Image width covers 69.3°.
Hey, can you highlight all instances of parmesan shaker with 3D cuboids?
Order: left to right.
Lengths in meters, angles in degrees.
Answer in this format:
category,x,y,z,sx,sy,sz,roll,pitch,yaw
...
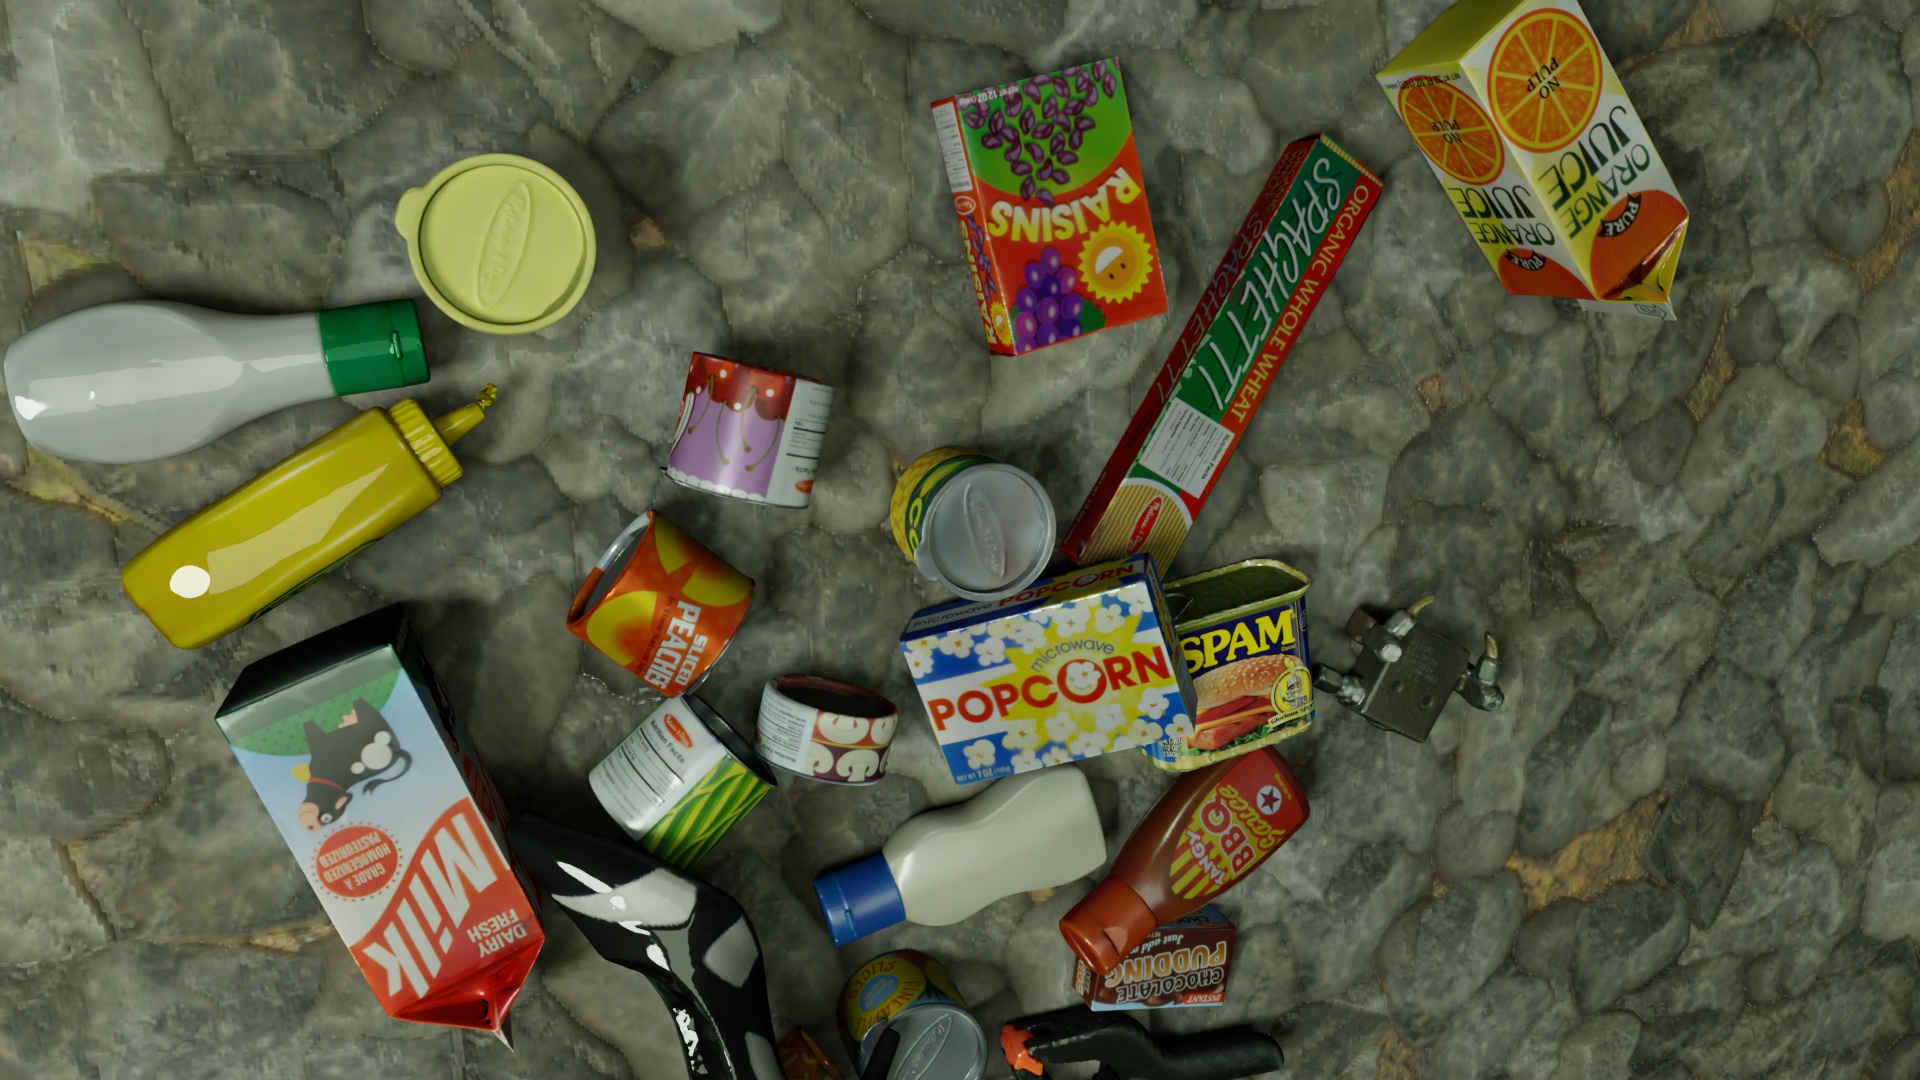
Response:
category,x,y,z,sx,sy,sz,roll,pitch,yaw
parmesan shaker,-0.187,-0.120,0.557,0.071,0.103,0.071,-4,103,-19

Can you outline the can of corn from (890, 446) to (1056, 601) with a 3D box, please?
category,x,y,z,sx,sy,sz,roll,pitch,yaw
can of corn,0.002,-0.008,0.670,0.071,0.058,0.071,-4,103,-18

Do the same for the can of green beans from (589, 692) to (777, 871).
category,x,y,z,sx,sy,sz,roll,pitch,yaw
can of green beans,-0.129,0.111,0.645,0.058,0.071,0.071,-45,111,-5

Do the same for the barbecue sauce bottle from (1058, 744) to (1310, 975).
category,x,y,z,sx,sy,sz,roll,pitch,yaw
barbecue sauce bottle,0.117,0.169,0.741,0.149,0.043,0.064,-37,102,-20

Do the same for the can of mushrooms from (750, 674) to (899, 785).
category,x,y,z,sx,sy,sz,roll,pitch,yaw
can of mushrooms,-0.063,0.090,0.665,0.071,0.071,0.033,11,97,-21

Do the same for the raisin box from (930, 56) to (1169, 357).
category,x,y,z,sx,sy,sz,roll,pitch,yaw
raisin box,0.043,-0.158,0.664,0.086,0.040,0.123,-19,105,-15

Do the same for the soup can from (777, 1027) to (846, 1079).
category,x,y,z,sx,sy,sz,roll,pitch,yaw
soup can,-0.095,0.296,0.696,0.084,0.071,0.071,-38,111,-13

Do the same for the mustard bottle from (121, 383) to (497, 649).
category,x,y,z,sx,sy,sz,roll,pitch,yaw
mustard bottle,-0.260,-0.017,0.576,0.160,0.065,0.048,-35,106,-13

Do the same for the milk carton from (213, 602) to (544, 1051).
category,x,y,z,sx,sy,sz,roll,pitch,yaw
milk carton,-0.239,0.132,0.608,0.073,0.072,0.190,-25,108,-13

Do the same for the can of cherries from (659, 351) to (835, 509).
category,x,y,z,sx,sy,sz,roll,pitch,yaw
can of cherries,-0.097,-0.050,0.624,0.071,0.071,0.058,11,98,-21

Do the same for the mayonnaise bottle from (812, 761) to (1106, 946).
category,x,y,z,sx,sy,sz,roll,pitch,yaw
mayonnaise bottle,-0.001,0.164,0.715,0.148,0.041,0.064,-19,104,-14

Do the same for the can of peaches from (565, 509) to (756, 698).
category,x,y,z,sx,sy,sz,roll,pitch,yaw
can of peaches,-0.135,0.029,0.624,0.058,0.071,0.071,39,87,-21

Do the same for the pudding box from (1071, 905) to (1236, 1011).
category,x,y,z,sx,sy,sz,roll,pitch,yaw
pudding box,0.107,0.232,0.772,0.084,0.030,0.049,6,100,-20

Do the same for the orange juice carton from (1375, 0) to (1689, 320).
category,x,y,z,sx,sy,sz,roll,pitch,yaw
orange juice carton,0.311,-0.192,0.733,0.073,0.072,0.192,-43,111,-6

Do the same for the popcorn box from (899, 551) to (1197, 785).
category,x,y,z,sx,sy,sz,roll,pitch,yaw
popcorn box,0.044,0.064,0.682,0.126,0.038,0.085,-15,107,15

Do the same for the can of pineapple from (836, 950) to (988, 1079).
category,x,y,z,sx,sy,sz,roll,pitch,yaw
can of pineapple,-0.027,0.253,0.715,0.071,0.058,0.071,-4,102,-19

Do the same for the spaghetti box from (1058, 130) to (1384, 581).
category,x,y,z,sx,sy,sz,roll,pitch,yaw
spaghetti box,0.135,-0.089,0.716,0.050,0.029,0.250,29,91,-22

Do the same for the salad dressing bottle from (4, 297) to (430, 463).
category,x,y,z,sx,sy,sz,roll,pitch,yaw
salad dressing bottle,-0.295,-0.070,0.563,0.148,0.044,0.064,-12,103,-18
